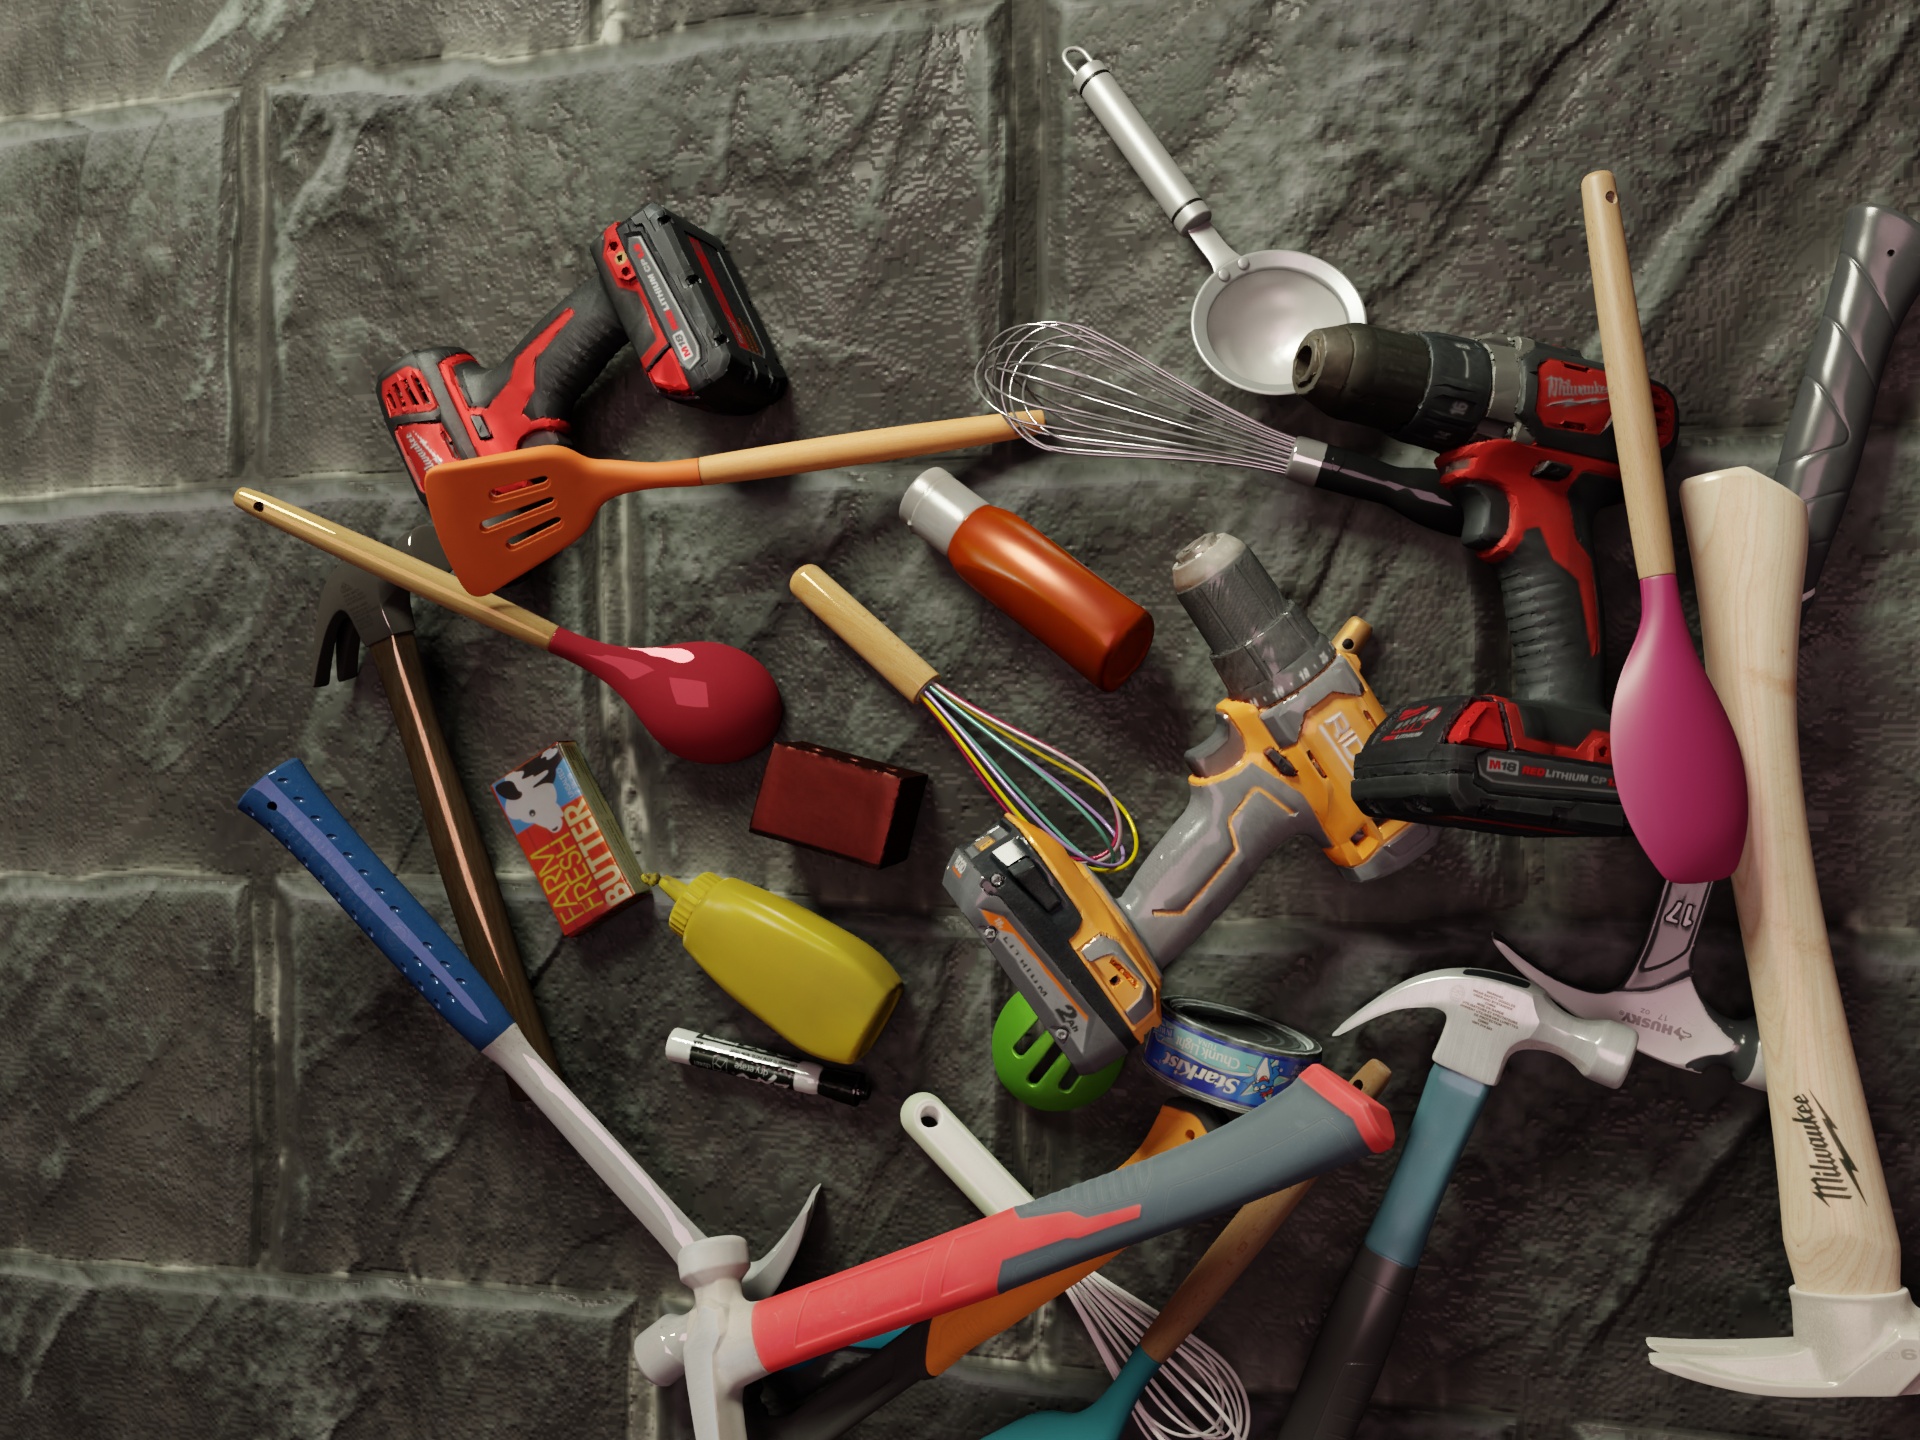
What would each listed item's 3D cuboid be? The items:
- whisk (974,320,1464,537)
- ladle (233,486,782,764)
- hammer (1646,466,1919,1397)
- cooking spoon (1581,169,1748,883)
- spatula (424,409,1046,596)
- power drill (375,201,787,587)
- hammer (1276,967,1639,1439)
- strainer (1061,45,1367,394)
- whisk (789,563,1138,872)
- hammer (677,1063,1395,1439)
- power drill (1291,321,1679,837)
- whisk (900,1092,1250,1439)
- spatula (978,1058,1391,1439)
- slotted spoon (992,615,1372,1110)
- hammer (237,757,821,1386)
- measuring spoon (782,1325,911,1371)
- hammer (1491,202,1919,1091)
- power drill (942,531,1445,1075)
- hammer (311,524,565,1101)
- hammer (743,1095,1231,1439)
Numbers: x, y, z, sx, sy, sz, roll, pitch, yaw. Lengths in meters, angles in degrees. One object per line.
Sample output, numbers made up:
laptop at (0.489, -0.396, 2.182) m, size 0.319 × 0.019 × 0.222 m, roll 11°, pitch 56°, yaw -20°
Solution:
whisk at (0.142, -0.139, 0.800) m, size 0.284 × 0.070 × 0.070 m, roll 19°, pitch 96°, yaw 8°
ladle at (-0.246, -0.057, 0.870) m, size 0.315 × 0.031 × 0.069 m, roll 24°, pitch 96°, yaw -6°
hammer at (0.360, 0.093, 0.716) m, size 0.146 × 0.038 × 0.411 m, roll -8°, pitch 86°, yaw 19°
cooking spoon at (0.303, -0.088, 0.699) m, size 0.068 × 0.017 × 0.319 m, roll -4°, pitch 84°, yaw -17°
spatula at (-0.113, -0.130, 0.843) m, size 0.322 × 0.041 × 0.081 m, roll -9°, pitch 129°, yaw -1°
power drill at (-0.217, -0.178, 0.895) m, size 0.219 × 0.078 × 0.143 m, roll -27°, pitch 83°, yaw 17°
hammer at (0.209, 0.276, 0.787) m, size 0.128 × 0.033 × 0.331 m, roll 23°, pitch 101°, yaw 23°
strainer at (0.124, -0.251, 0.815) m, size 0.087 × 0.050 × 0.258 m, roll -30°, pitch 76°, yaw -7°
whisk at (0.000, -0.003, 0.856) m, size 0.245 × 0.051 × 0.047 m, roll 42°, pitch 80°, yaw 16°
hammer at (0.028, 0.268, 0.759) m, size 0.386 × 0.038 × 0.143 m, roll -27°, pitch 59°, yaw 21°
power drill at (0.231, -0.067, 0.720) m, size 0.187 × 0.080 × 0.227 m, roll 8°, pitch 83°, yaw -18°
whisk at (0.057, 0.289, 0.837) m, size 0.058 × 0.059 × 0.246 m, roll -39°, pitch 73°, yaw -26°
spatula at (0.103, 0.288, 0.772) m, size 0.317 × 0.044 × 0.082 m, roll -54°, pitch 42°, yaw 9°
slotted spoon at (0.116, 0.078, 0.827) m, size 0.070 × 0.031 × 0.313 m, roll 35°, pitch 98°, yaw 8°
hammer at (-0.247, 0.181, 0.889) m, size 0.144 × 0.035 × 0.405 m, roll -41°, pitch 91°, yaw 11°
measuring spoon at (-0.057, 0.341, 0.880) m, size 0.128 × 0.021 × 0.042 m, roll -8°, pitch 89°, yaw 17°
hammer at (0.374, -0.038, 0.749) m, size 0.149 × 0.036 × 0.409 m, roll 16°, pitch 94°, yaw 16°
power drill at (0.100, 0.037, 0.764) m, size 0.226 × 0.084 × 0.185 m, roll -36°, pitch 99°, yaw -4°
hammer at (-0.298, 0.062, 0.927) m, size 0.130 × 0.031 × 0.331 m, roll -17°, pitch 91°, yaw 36°
hammer at (0.008, 0.307, 0.802) m, size 0.337 × 0.034 × 0.127 m, roll -41°, pitch 51°, yaw 13°
